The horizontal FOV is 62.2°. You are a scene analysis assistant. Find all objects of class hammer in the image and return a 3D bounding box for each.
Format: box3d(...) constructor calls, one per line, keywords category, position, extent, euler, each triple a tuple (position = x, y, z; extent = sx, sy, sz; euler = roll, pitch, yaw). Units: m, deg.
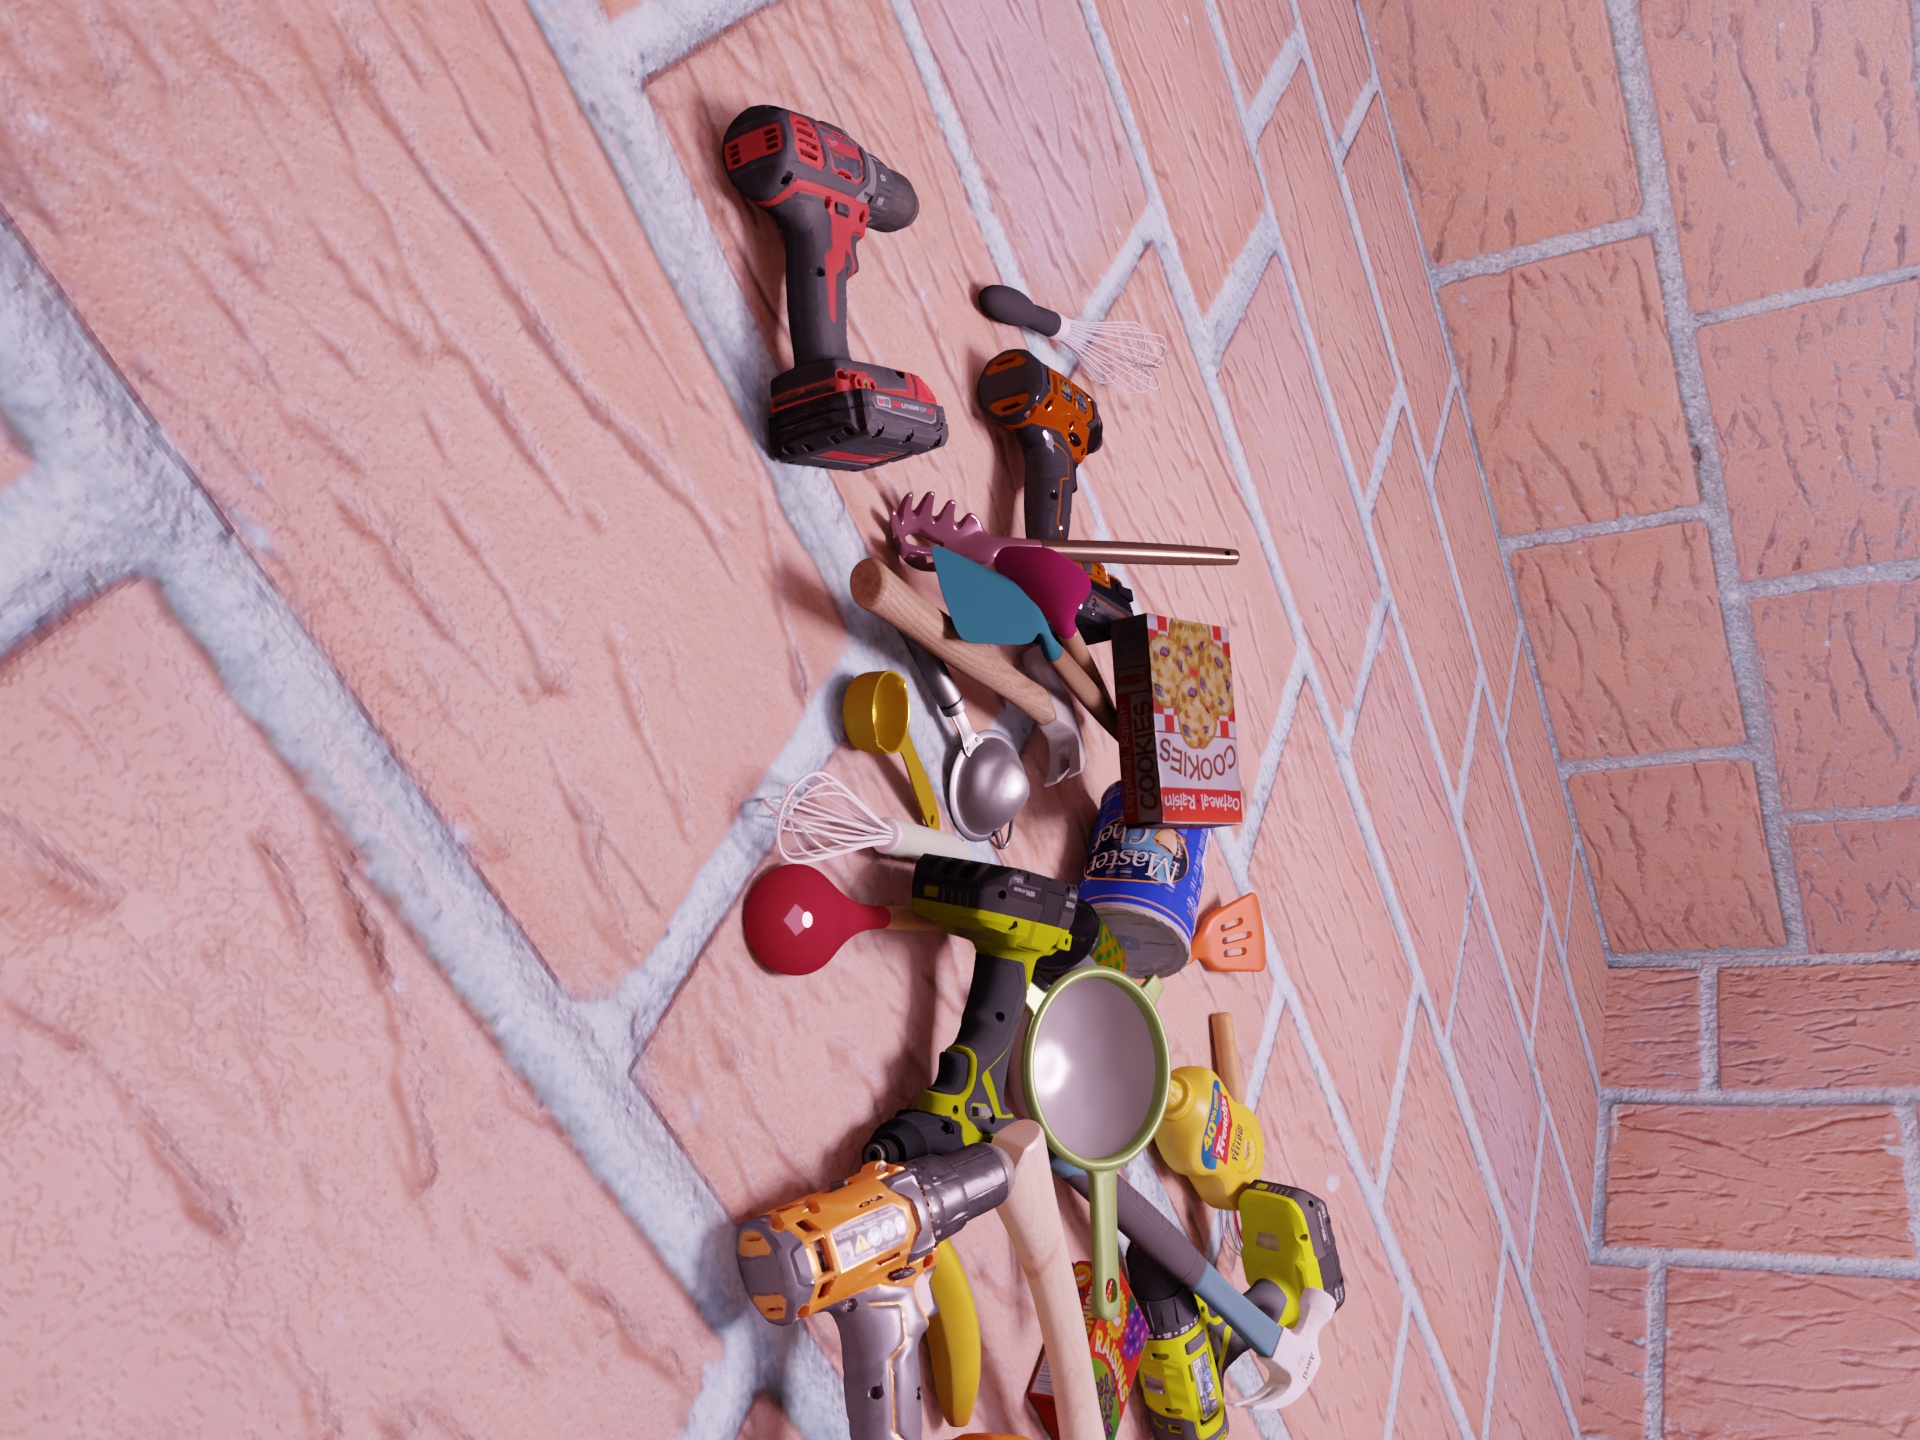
box3d(category="hammer", position=(0.014, -0.040, 1.150), extent=(0.331, 0.031, 0.130), euler=(32, 37, -58))
box3d(category="hammer", position=(0.182, 0.438, 1.287), extent=(0.330, 0.033, 0.128), euler=(46, 54, -19))
box3d(category="hammer", position=(0.084, 0.455, 1.123), extent=(0.146, 0.038, 0.410), euler=(-29, 117, -39))

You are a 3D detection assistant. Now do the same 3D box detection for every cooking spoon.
box3d(category="cooking spoon", position=(0.090, -0.059, 1.249), extent=(0.318, 0.069, 0.017), euler=(54, 44, -62))

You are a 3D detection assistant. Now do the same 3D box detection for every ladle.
box3d(category="ladle", position=(-0.041, 0.136, 1.085), extent=(0.315, 0.031, 0.069), euler=(13, 73, -60))

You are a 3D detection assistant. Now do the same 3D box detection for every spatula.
box3d(category="spatula", position=(0.208, 0.224, 1.480), extent=(0.322, 0.041, 0.081), euler=(-7, 91, -59))
box3d(category="spatula", position=(0.069, -0.038, 1.215), extent=(0.317, 0.044, 0.082), euler=(43, 25, -57))

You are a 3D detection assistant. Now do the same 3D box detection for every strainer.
box3d(category="strainer", position=(-0.002, -0.004, 1.172), extent=(0.087, 0.050, 0.258), euler=(-48, 122, -36))
box3d(category="strainer", position=(0.088, 0.315, 1.201), extent=(0.151, 0.069, 0.256), euler=(5, 79, -39))

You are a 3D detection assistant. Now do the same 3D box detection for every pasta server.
box3d(category="pasta server", position=(0.086, -0.133, 1.212), extent=(0.316, 0.040, 0.060), euler=(-1, 67, -27))

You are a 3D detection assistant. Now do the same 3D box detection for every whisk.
box3d(category="whisk", position=(-0.054, 0.076, 1.058), extent=(0.246, 0.058, 0.059), euler=(22, 84, -61))
box3d(category="whisk", position=(0.271, 0.408, 1.546), extent=(0.047, 0.051, 0.245), euler=(6, 75, -54))
box3d(category="whisk", position=(0.102, -0.344, 1.413), extent=(0.284, 0.070, 0.070), euler=(3, 81, -55))

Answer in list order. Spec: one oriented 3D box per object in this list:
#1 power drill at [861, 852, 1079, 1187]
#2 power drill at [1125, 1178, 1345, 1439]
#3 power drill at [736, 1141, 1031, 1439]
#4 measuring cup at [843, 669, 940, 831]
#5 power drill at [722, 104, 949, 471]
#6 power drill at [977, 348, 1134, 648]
box3d(category="power drill", position=(0.004, 0.209, 1.072), extent=(0.171, 0.080, 0.223), euler=(24, 75, -57))
box3d(category="power drill", position=(0.231, 0.495, 1.381), extent=(0.228, 0.080, 0.190), euler=(-21, 102, -41))
box3d(category="power drill", position=(-0.019, 0.372, 0.939), extent=(0.185, 0.084, 0.226), euler=(-12, 80, -39))
box3d(category="measuring cup", position=(-0.046, 0.028, 1.110), extent=(0.156, 0.029, 0.062), euler=(70, 30, -43))
box3d(category="power drill", position=(-0.073, -0.289, 1.080), extent=(0.188, 0.080, 0.227), euler=(-8, 87, -61))
box3d(category="power drill", position=(0.085, -0.178, 1.322), extent=(0.164, 0.084, 0.227), euler=(15, 67, -59))
